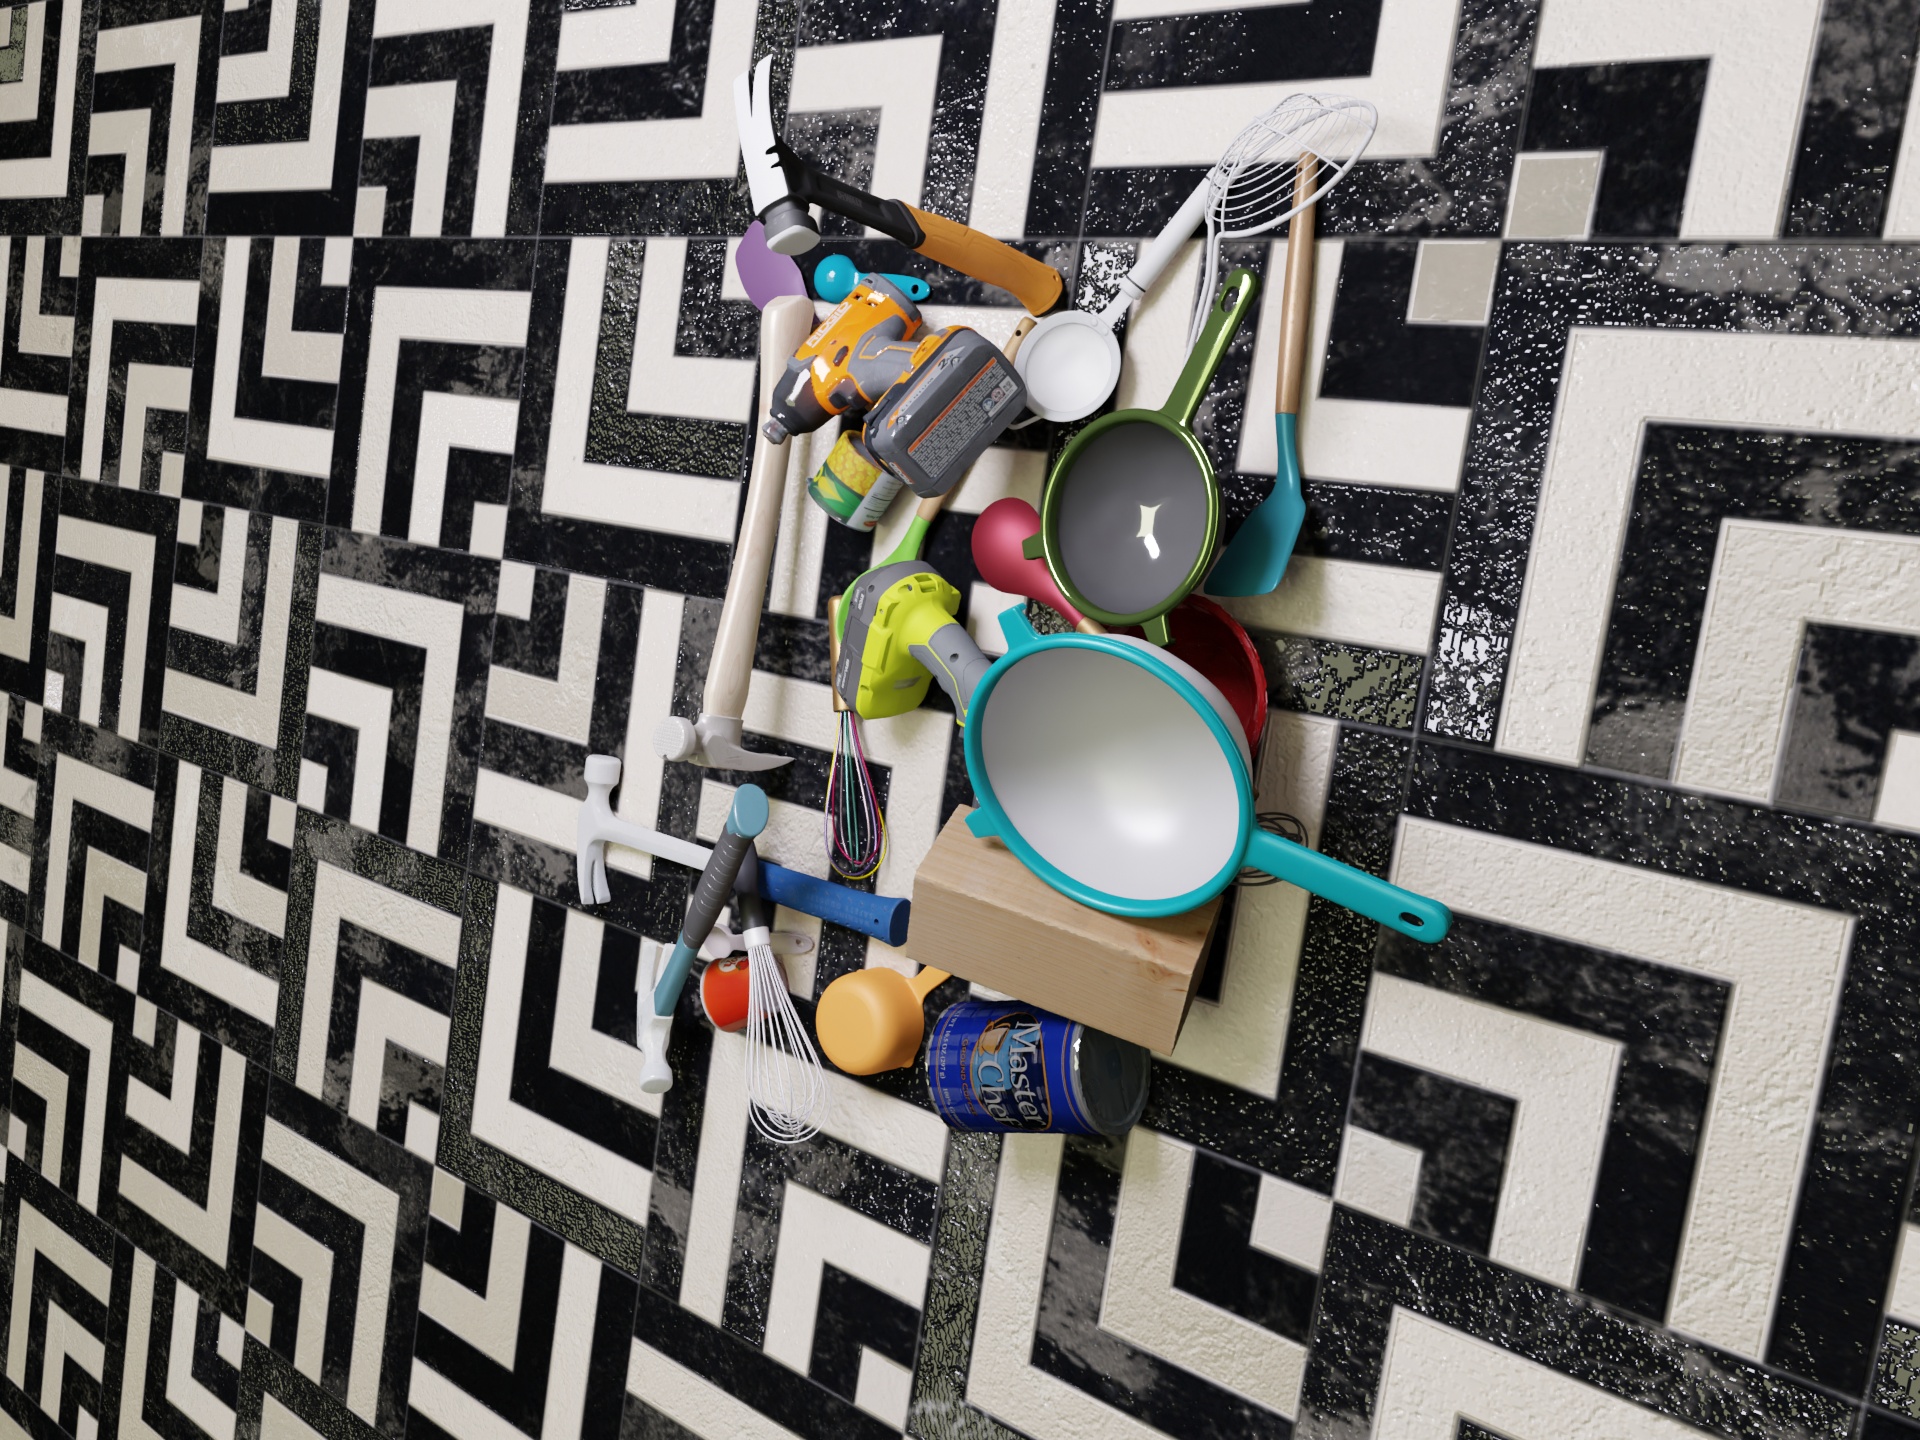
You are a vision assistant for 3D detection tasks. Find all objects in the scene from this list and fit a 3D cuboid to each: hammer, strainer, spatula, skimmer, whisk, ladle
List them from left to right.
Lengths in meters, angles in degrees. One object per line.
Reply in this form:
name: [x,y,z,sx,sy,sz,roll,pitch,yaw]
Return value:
hammer: [-0.228,0.180,1.377,0.128,0.033,0.330,-104,33,-43]
hammer: [-0.210,0.140,1.449,0.406,0.035,0.144,13,97,36]
hammer: [-0.169,-0.161,1.378,0.038,0.146,0.410,9,88,35]
whisk: [-0.167,0.218,1.364,0.070,0.070,0.285,-25,70,34]
spatula: [-0.115,-0.323,1.388,0.316,0.018,0.059,53,123,25]
whisk: [-0.094,0.014,1.365,0.047,0.051,0.245,-6,82,15]
hammer: [-0.029,-0.352,1.127,0.034,0.336,0.127,-20,77,34]
ladle: [0.106,-0.053,1.153,0.316,0.031,0.069,48,119,24]
strainer: [0.126,-0.318,1.198,0.087,0.050,0.258,48,111,20]
whisk: [0.150,0.108,1.179,0.239,0.055,0.055,-16,81,40]
strainer: [0.154,-0.185,1.102,0.152,0.069,0.256,39,113,35]
strainer: [0.169,0.046,1.052,0.340,0.095,0.210,24,128,20]
skimmer: [0.194,-0.259,1.129,0.127,0.090,0.363,-110,29,-58]
spatula: [0.224,-0.243,1.122,0.082,0.044,0.317,7,93,62]

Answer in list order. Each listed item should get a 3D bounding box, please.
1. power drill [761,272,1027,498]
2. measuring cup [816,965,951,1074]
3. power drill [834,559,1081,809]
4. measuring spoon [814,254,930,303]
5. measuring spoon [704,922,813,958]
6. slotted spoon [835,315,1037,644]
power drill: [-0.064,-0.257,1.254,0.164,0.084,0.227,-47,40,-1]
measuring cup: [-0.054,0.229,1.322,0.173,0.052,0.095,-45,65,30]
power drill: [-0.002,-0.004,1.241,0.229,0.080,0.190,43,131,37]
measuring spoon: [-0.080,-0.375,1.359,0.129,0.021,0.042,18,101,36]
measuring spoon: [-0.182,0.199,1.444,0.124,0.018,0.034,-3,107,30]
slotted spoon: [-0.016,-0.188,1.311,0.070,0.031,0.313,38,110,25]
